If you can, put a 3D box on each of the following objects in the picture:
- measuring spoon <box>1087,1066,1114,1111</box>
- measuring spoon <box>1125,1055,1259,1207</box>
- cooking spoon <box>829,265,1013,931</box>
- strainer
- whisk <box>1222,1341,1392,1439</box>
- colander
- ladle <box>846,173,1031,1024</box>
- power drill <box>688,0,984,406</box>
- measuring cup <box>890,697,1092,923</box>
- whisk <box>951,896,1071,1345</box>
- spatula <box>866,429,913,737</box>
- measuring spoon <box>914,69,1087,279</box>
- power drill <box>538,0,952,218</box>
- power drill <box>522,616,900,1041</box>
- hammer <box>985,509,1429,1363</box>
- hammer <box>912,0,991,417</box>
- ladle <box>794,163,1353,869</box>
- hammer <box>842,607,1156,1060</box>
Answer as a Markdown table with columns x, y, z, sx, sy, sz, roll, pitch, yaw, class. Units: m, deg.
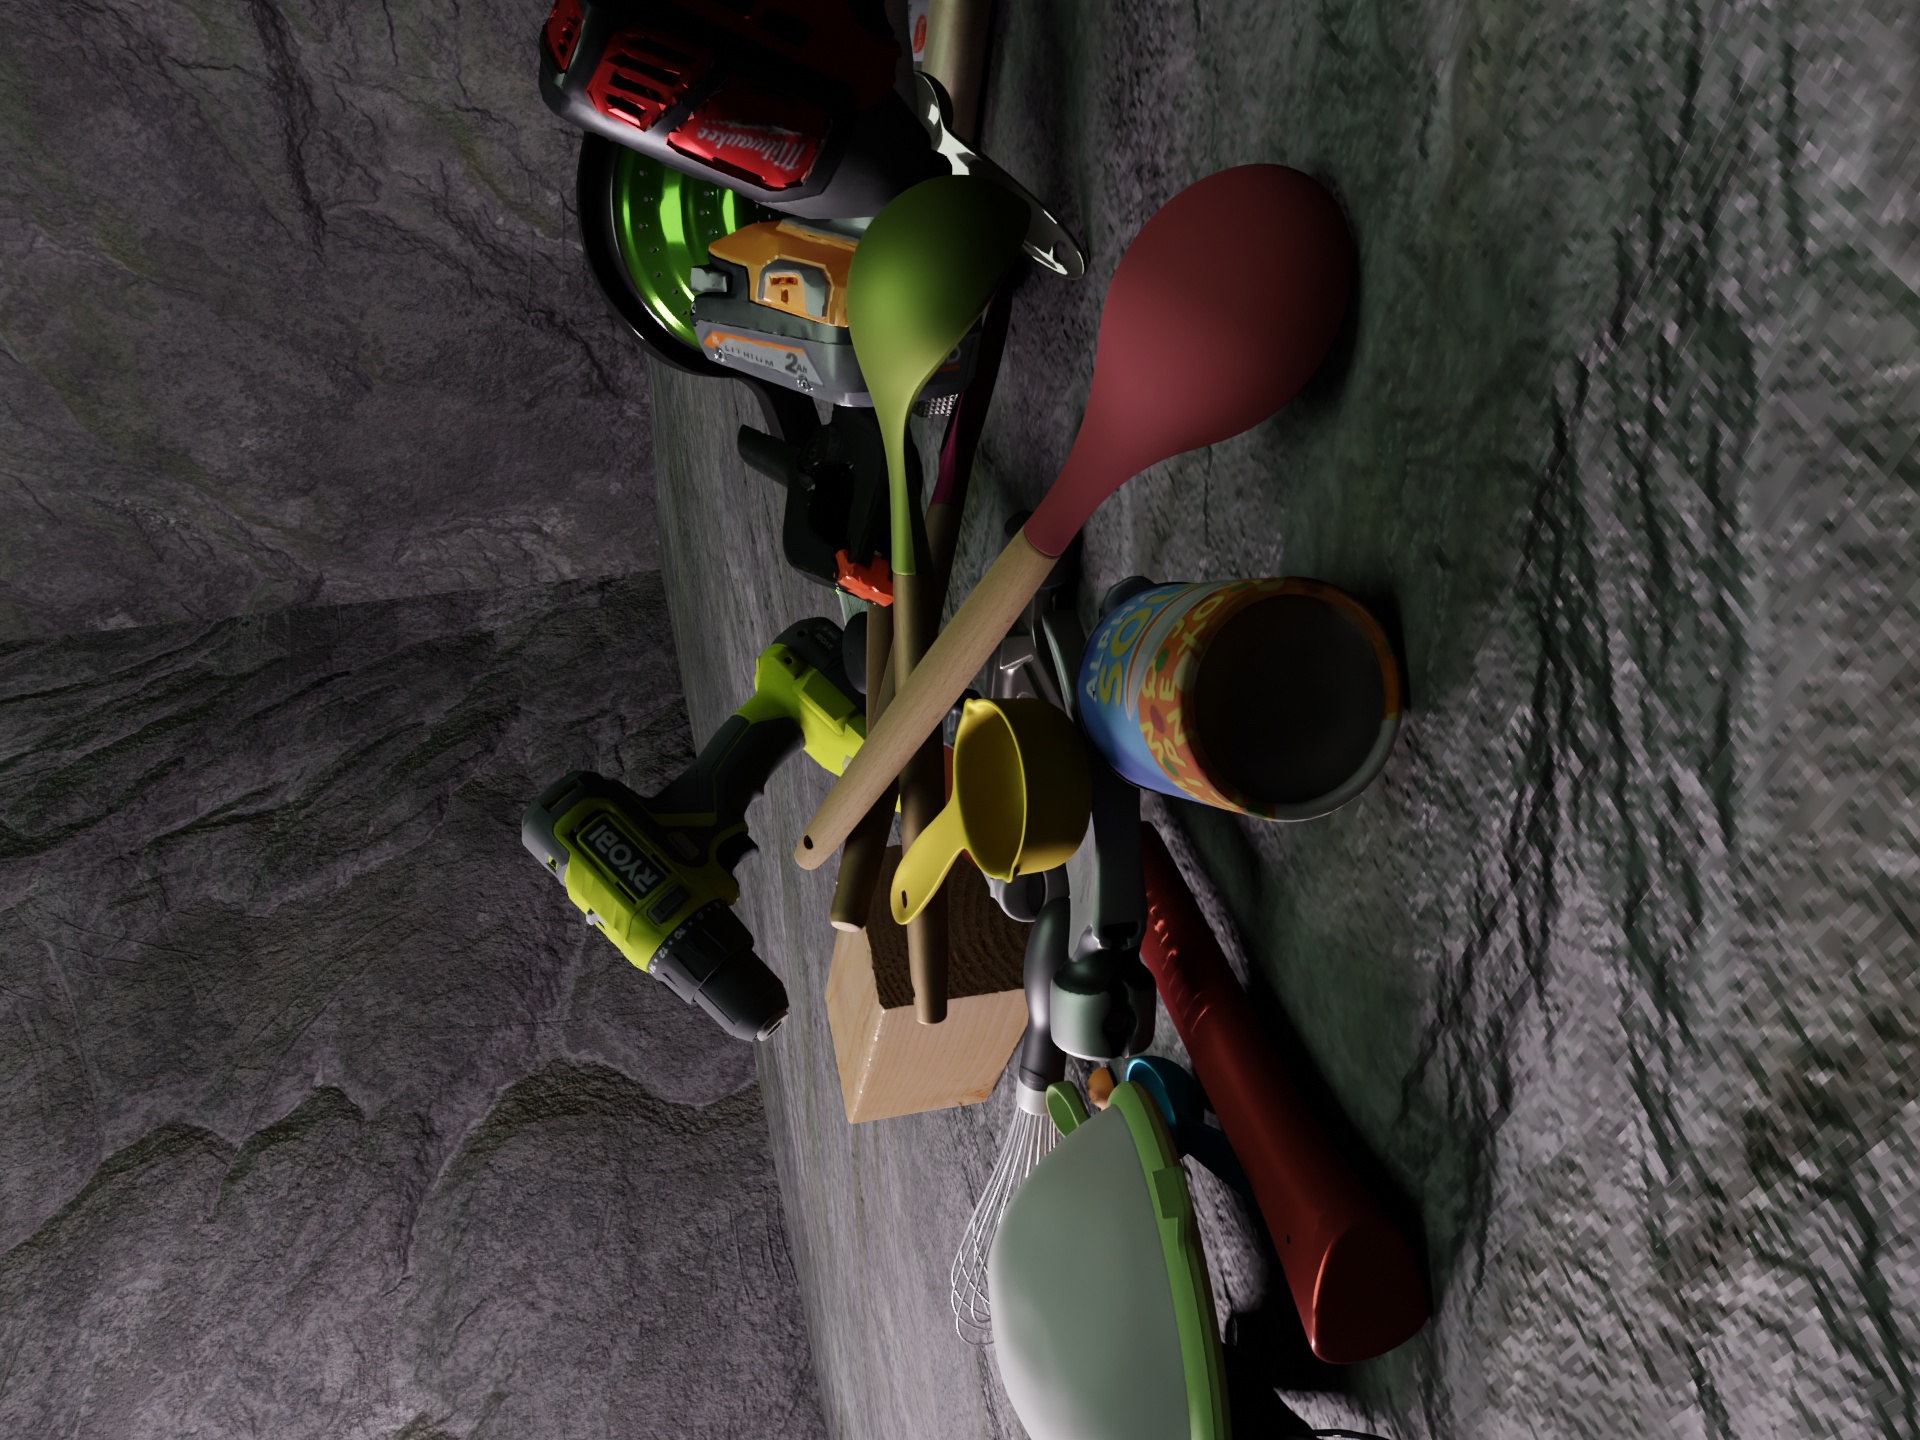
| x | y | z | sx | sy | sz | roll | pitch | yaw | class |
| --- | --- | --- | --- | --- | --- | --- | --- | --- | --- |
| 0.066 | 0.215 | 0.750 | 0.021 | 0.011 | 0.116 | -127 | 32 | -64 | measuring spoon |
| 0.100 | 0.154 | 0.580 | 0.129 | 0.021 | 0.042 | -164 | 63 | -66 | measuring spoon |
| -0.011 | -0.065 | 0.661 | 0.068 | 0.017 | 0.319 | 120 | 164 | -65 | cooking spoon |
| 0.039 | 0.200 | 0.619 | 0.256 | 0.069 | 0.151 | -127 | 30 | -78 | strainer |
| 0.110 | 0.241 | 0.524 | 0.239 | 0.055 | 0.055 | 136 | 125 | -80 | whisk |
| -0.101 | -0.244 | 1.007 | 0.094 | 0.204 | 0.396 | 15 | 135 | 39 | colander |
| -0.004 | -0.031 | 0.582 | 0.078 | 0.062 | 0.320 | -120 | 26 | -66 | ladle |
| -0.062 | -0.256 | 0.637 | 0.185 | 0.084 | 0.226 | 28 | 124 | 41 | power drill |
| 0.007 | 0.040 | 0.548 | 0.156 | 0.029 | 0.062 | 125 | 136 | -60 | measuring cup |
| 0.037 | 0.208 | 0.787 | 0.070 | 0.070 | 0.284 | -119 | 30 | -57 | whisk |
| -0.044 | -0.089 | 0.757 | 0.318 | 0.044 | 0.082 | -92 | -3 | -45 | spatula |
| 0.014 | -0.219 | 0.643 | 0.124 | 0.018 | 0.034 | 49 | 140 | 20 | measuring spoon |
| -0.027 | -0.262 | 0.490 | 0.219 | 0.143 | 0.079 | -56 | 37 | 29 | power drill |
| -0.120 | 0.063 | 0.961 | 0.190 | 0.228 | 0.080 | 43 | 156 | 11 | power drill |
| 0.071 | 0.074 | 0.596 | 0.359 | 0.036 | 0.149 | -113 | 20 | -48 | hammer |
| -0.001 | -0.323 | 0.673 | 0.410 | 0.038 | 0.146 | 103 | 156 | -56 | hammer |
| 0.014 | -0.042 | 0.514 | 0.069 | 0.031 | 0.315 | 55 | 133 | 20 | ladle |
| -0.001 | -0.002 | 0.702 | 0.409 | 0.036 | 0.149 | -140 | 47 | -70 | hammer |
